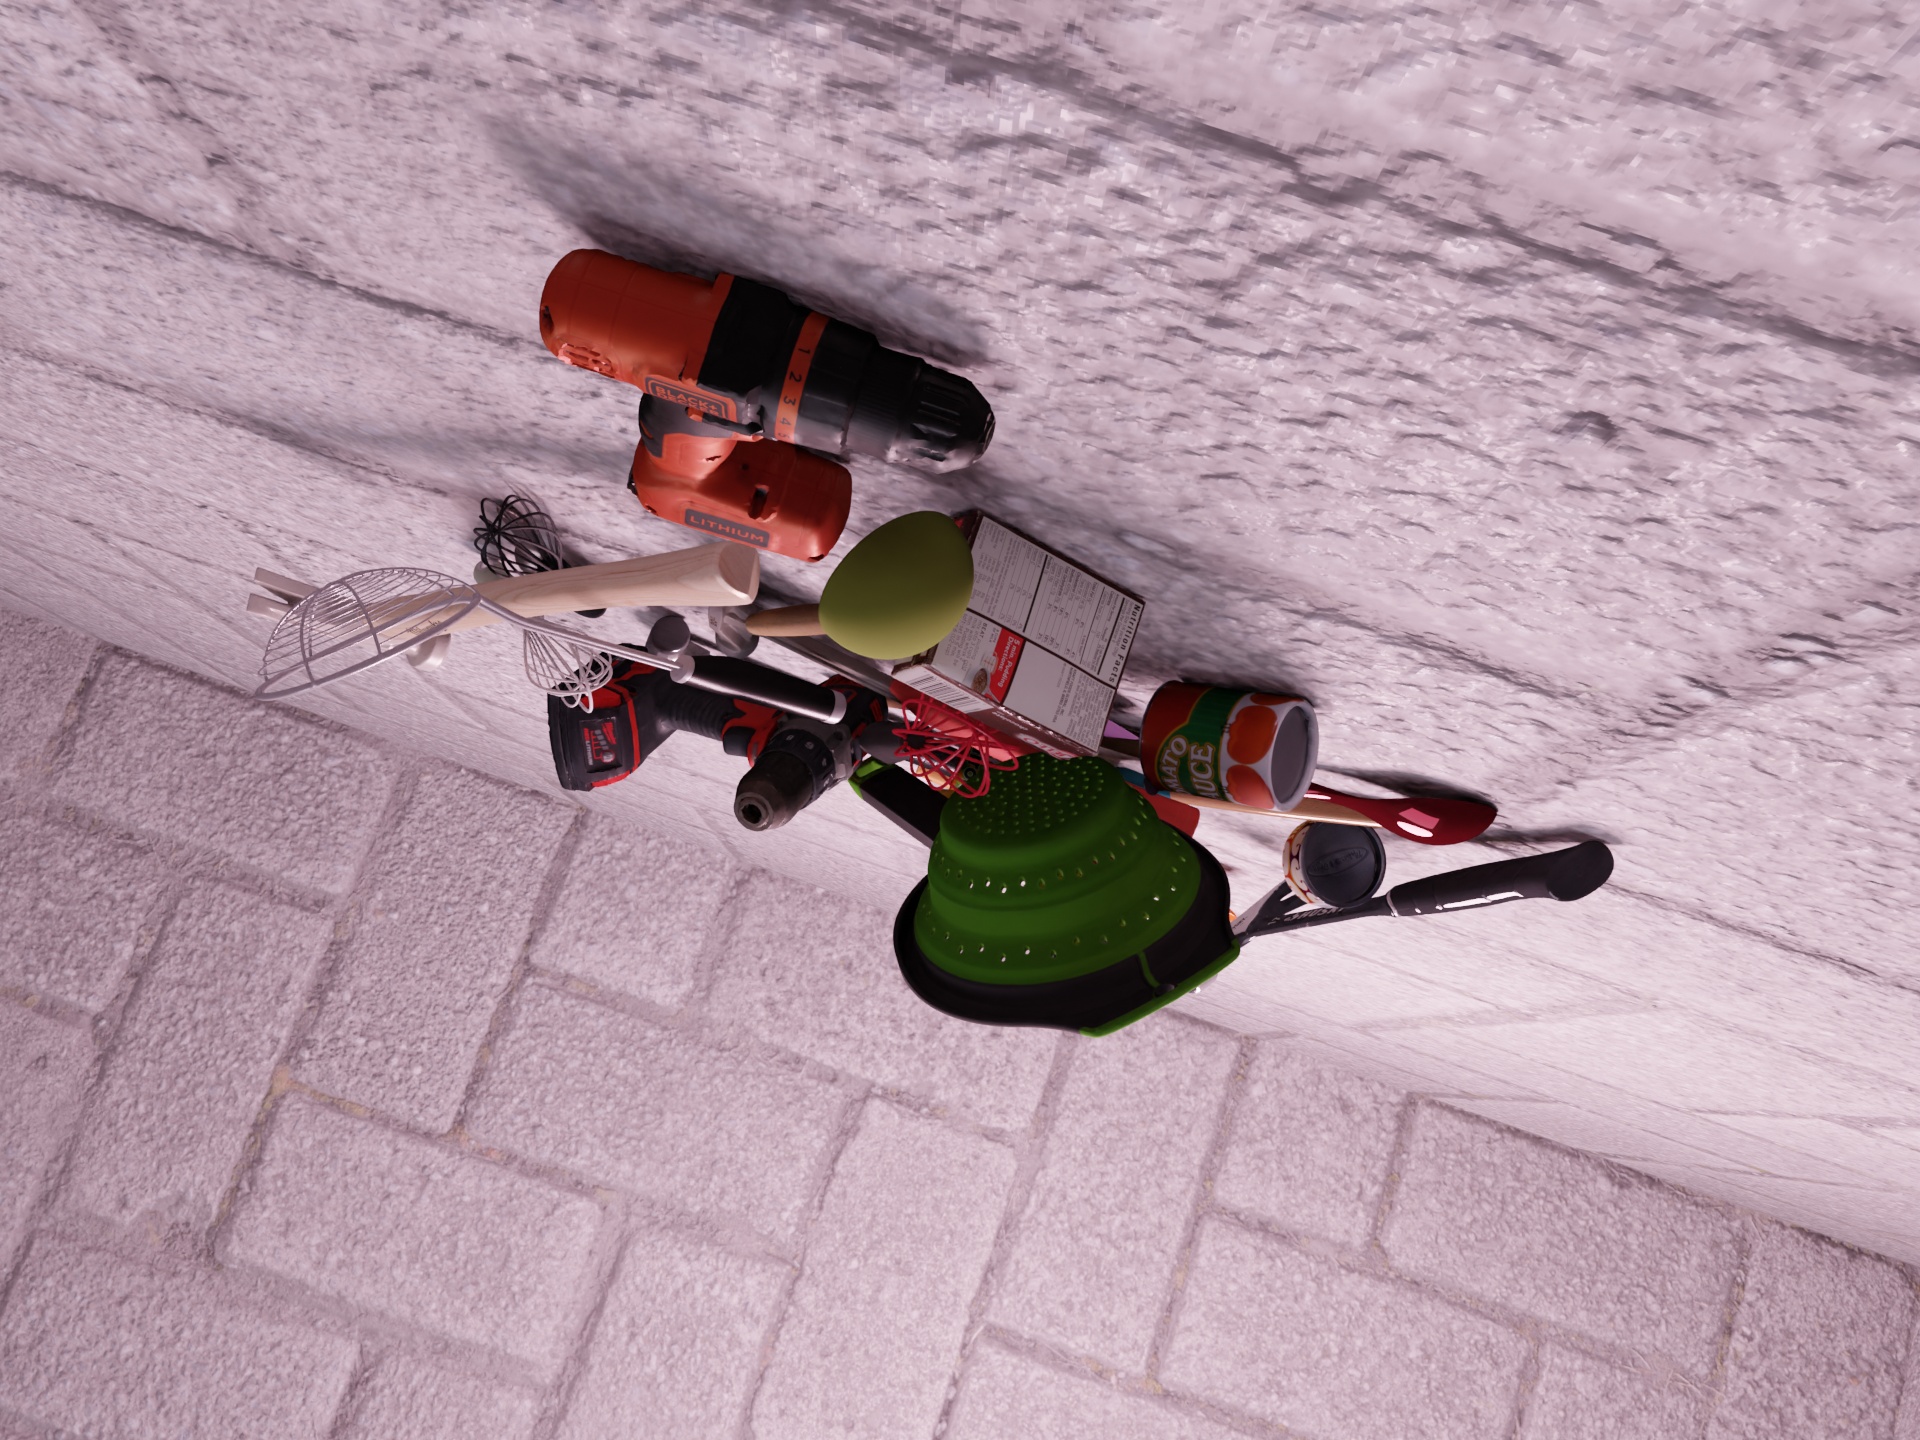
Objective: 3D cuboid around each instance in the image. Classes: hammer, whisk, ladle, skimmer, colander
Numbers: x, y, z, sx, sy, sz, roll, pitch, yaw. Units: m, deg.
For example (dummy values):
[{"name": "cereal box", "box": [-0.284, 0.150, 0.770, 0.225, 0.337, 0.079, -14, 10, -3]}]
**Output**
[{"name": "hammer", "box": [0.308, 0.132, 1.150, 0.036, 0.149, 0.409, 58, 153, -1]}, {"name": "whisk", "box": [-0.023, 0.010, 0.982, 0.073, 0.073, 0.296, 22, 172, -13]}, {"name": "ladle", "box": [0.192, 0.035, 1.054, 0.315, 0.031, 0.069, 15, 168, 26]}, {"name": "skimmer", "box": [-0.227, -0.017, 0.958, 0.363, 0.090, 0.127, 15, 171, -38]}, {"name": "hammer", "box": [-0.103, -0.003, 1.313, 0.331, 0.033, 0.128, 22, 167, -12]}, {"name": "ladle", "box": [-0.074, -0.065, 0.838, 0.062, 0.078, 0.320, 62, 162, -13]}, {"name": "whisk", "box": [-0.313, -0.070, 1.164, 0.247, 0.058, 0.059, 39, 144, 50]}, {"name": "whisk", "box": [-0.290, -0.108, 1.126, 0.055, 0.055, 0.239, 18, 172, 5]}, {"name": "hammer", "box": [-0.289, -0.080, 1.009, 0.411, 0.038, 0.146, -3, 164, 39]}, {"name": "hammer", "box": [-0.002, -0.003, 1.070, 0.359, 0.037, 0.149, 26, 165, -4]}, {"name": "colander", "box": [0.012, 0.059, 1.007, 0.397, 0.204, 0.094, 30, 141, 56]}]

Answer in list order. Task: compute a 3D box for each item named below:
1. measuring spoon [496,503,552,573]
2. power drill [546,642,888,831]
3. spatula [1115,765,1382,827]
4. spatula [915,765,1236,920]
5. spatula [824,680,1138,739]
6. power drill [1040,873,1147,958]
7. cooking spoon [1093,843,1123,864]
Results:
[{"name": "measuring spoon", "box": [-0.314, -0.126, 1.135, 0.034, 0.018, 0.124, 19, 167, 2]}, {"name": "power drill", "box": [-0.182, 0.015, 1.142, 0.227, 0.080, 0.188, 6, -154, 17]}, {"name": "spatula", "box": [0.179, 0.063, 1.145, 0.318, 0.044, 0.082, 5, -158, 39]}, {"name": "spatula", "box": [0.107, 0.110, 1.471, 0.322, 0.041, 0.081, 22, 169, -6]}, {"name": "spatula", "box": [-0.002, -0.012, 1.144, 0.059, 0.018, 0.316, 29, 166, -40]}, {"name": "power drill", "box": [0.113, 0.140, 1.329, 0.080, 0.190, 0.228, 20, -178, -5]}, {"name": "cooking spoon", "box": [0.092, 0.085, 1.244, 0.068, 0.017, 0.319, -8, -174, -4]}]
